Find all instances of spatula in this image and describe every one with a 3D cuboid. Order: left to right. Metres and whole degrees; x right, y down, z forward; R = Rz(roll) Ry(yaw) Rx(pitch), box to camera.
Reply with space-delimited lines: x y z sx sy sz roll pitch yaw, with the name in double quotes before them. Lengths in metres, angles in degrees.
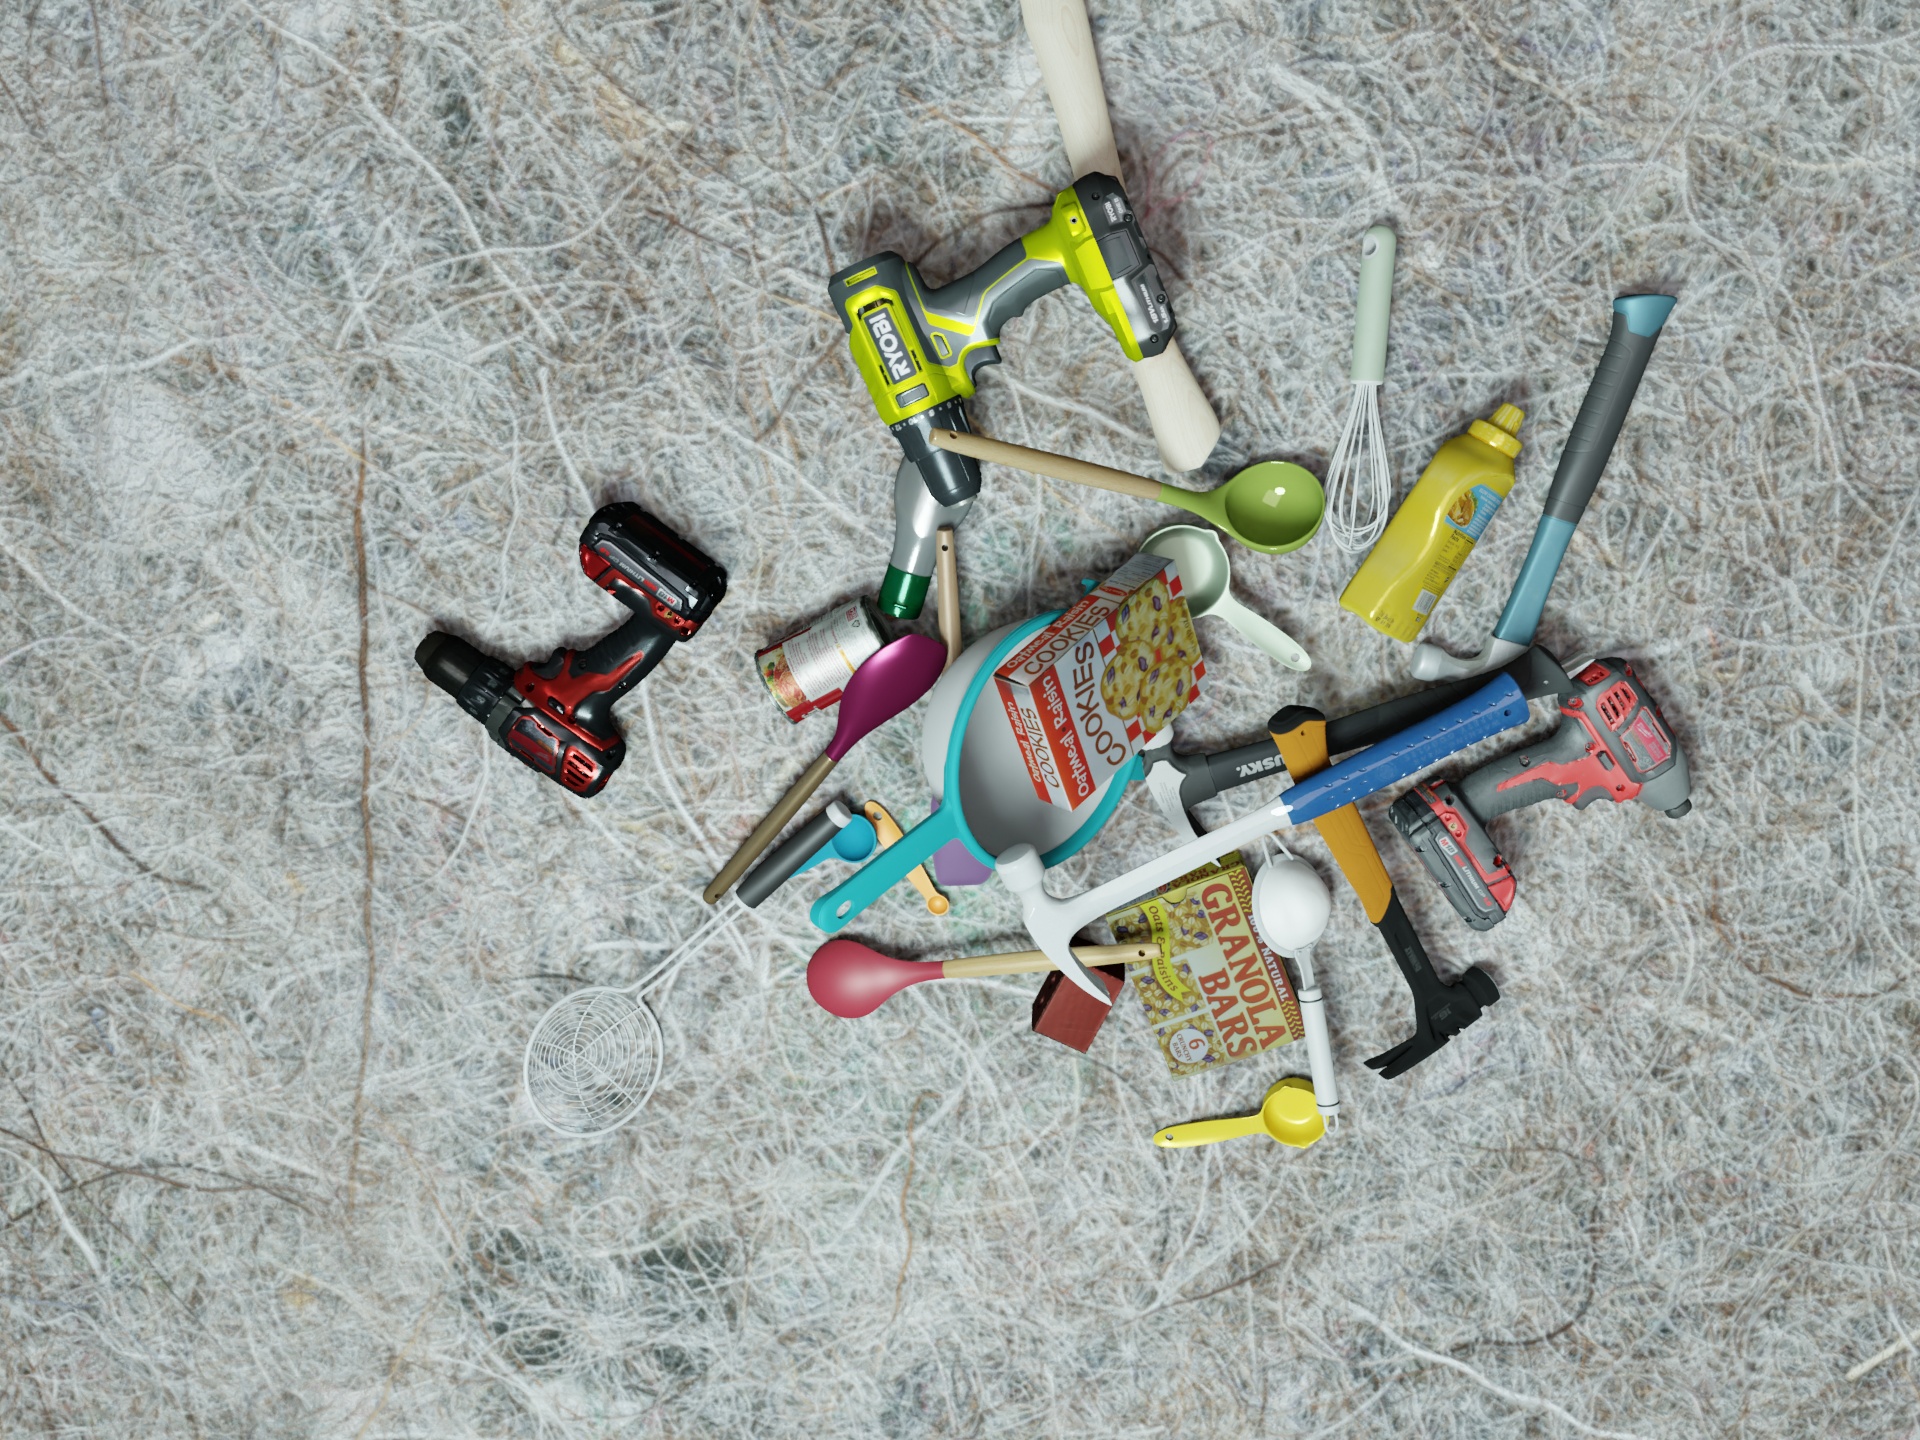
"spatula" -0.002 -0.004 1.293 0.060 0.018 0.315 -3 113 1

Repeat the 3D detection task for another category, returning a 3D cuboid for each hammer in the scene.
"hammer" 0.101 -0.381 1.193 0.146 0.038 0.410 -17 104 9
"hammer" 0.237 0.077 1.199 0.405 0.035 0.144 -26 108 4
"hammer" 0.314 0.013 1.260 0.335 0.035 0.146 -17 118 11
"hammer" 0.321 0.133 1.270 0.127 0.034 0.336 -35 112 -10
"hammer" 0.467 -0.169 1.229 0.128 0.033 0.331 17 105 -1

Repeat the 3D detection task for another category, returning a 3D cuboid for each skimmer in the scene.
"skimmer" -0.221 0.207 1.334 0.363 0.090 0.127 -42 120 14

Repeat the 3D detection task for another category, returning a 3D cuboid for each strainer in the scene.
"strainer" -0.003 0.042 1.217 0.340 0.095 0.210 -37 128 -27
"strainer" 0.289 0.217 1.311 0.087 0.050 0.258 -14 97 -35

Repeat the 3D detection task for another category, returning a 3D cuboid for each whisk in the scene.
"whisk" 0.311 -0.251 1.215 0.059 0.058 0.246 -5 104 -31

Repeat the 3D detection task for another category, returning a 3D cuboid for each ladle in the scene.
"ladle" 0.012 0.206 1.326 0.315 0.031 0.069 -8 94 17
"ladle" 0.129 -0.181 1.173 0.320 0.062 0.078 9 63 -24

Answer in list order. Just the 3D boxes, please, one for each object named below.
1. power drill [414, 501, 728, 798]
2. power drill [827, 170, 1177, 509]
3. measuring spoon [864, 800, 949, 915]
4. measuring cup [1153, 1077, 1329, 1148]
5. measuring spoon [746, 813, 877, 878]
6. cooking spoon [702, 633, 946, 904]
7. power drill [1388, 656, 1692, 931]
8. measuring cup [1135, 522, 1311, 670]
"power drill" -0.316 -0.068 1.283 0.188 0.080 0.226 37 107 -6
"power drill" 0.038 -0.278 1.165 0.228 0.080 0.190 -23 101 11
"measuring spoon" -0.045 0.116 1.350 0.021 0.011 0.117 -31 98 20
"measuring cup" 0.244 0.349 1.391 0.156 0.029 0.062 -15 104 19
"measuring spoon" -0.125 0.114 1.352 0.128 0.021 0.042 -24 89 18
"cooking spoon" -0.119 0.046 1.302 0.068 0.017 0.319 22 121 -38
"power drill" 0.471 0.064 1.272 0.219 0.078 0.143 -36 101 9
"measuring cup" 0.210 -0.094 1.264 0.167 0.038 0.083 35 104 -8
